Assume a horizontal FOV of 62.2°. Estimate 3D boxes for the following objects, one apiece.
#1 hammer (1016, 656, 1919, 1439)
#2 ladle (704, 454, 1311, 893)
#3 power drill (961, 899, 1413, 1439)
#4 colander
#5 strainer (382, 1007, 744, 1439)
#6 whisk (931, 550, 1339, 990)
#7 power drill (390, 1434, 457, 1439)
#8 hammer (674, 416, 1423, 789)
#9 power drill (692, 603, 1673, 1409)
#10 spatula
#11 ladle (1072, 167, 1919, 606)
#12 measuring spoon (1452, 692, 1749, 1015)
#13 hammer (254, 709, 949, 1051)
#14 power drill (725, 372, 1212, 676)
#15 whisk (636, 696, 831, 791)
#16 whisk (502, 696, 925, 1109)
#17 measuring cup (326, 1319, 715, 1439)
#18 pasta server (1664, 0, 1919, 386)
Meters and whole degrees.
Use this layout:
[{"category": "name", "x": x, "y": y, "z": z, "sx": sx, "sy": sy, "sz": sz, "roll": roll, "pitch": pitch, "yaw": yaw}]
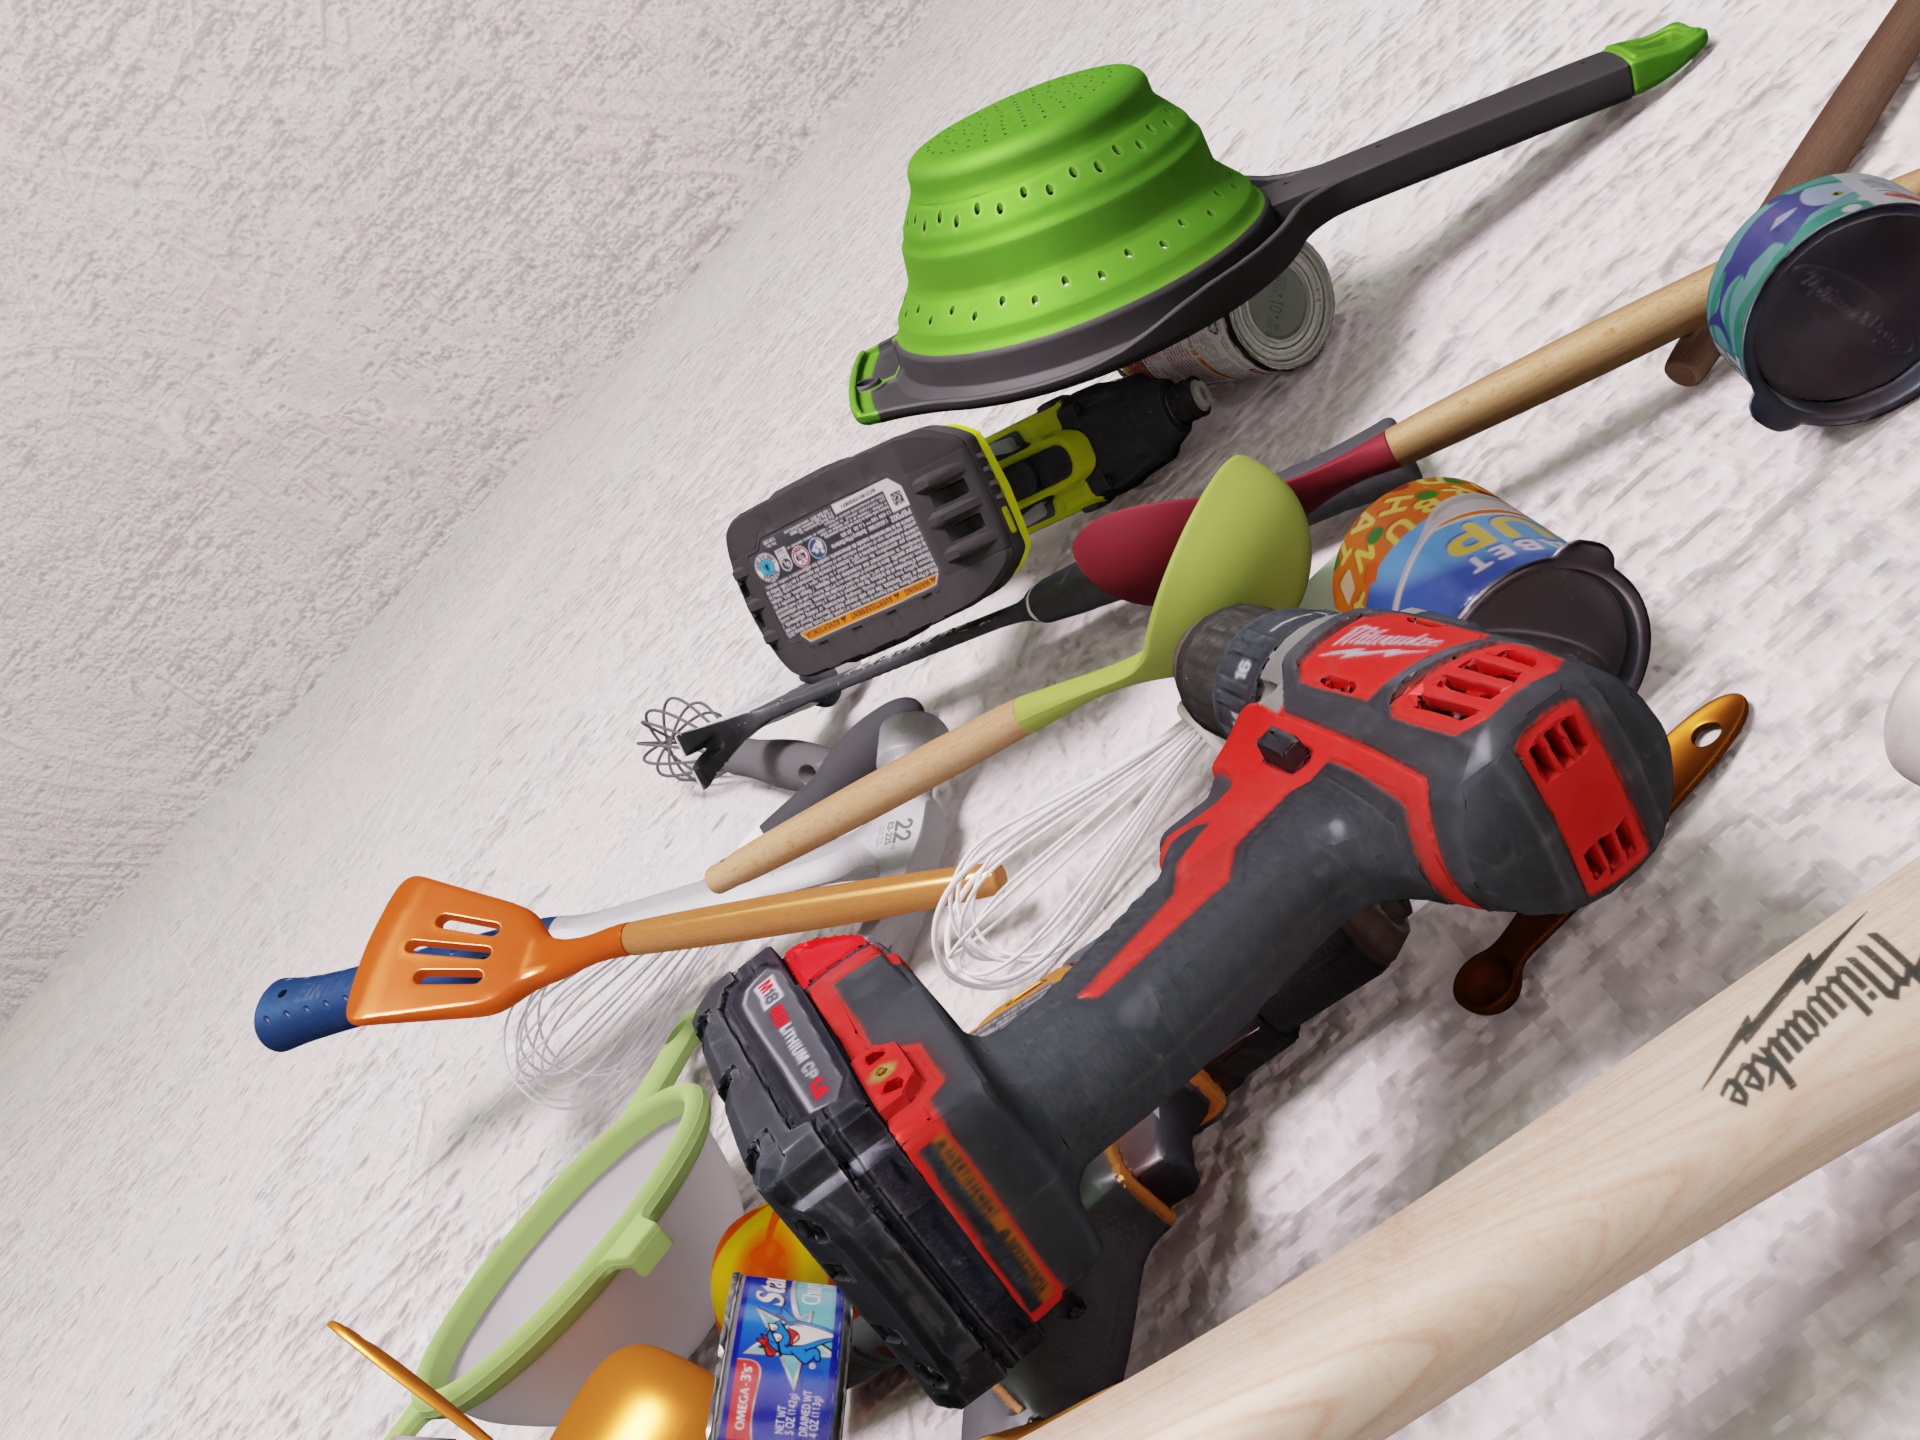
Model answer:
[{"category": "hammer", "x": 0.084, "y": 0.116, "z": 0.291, "sx": 0.410, "sy": 0.038, "sz": 0.146, "roll": -30, "pitch": 28, "yaw": -3}, {"category": "ladle", "x": -0.001, "y": -0.002, "z": 0.618, "sx": 0.320, "sy": 0.062, "sz": 0.078, "roll": -29, "pitch": 5, "yaw": 35}, {"category": "power drill", "x": 0.053, "y": 0.139, "z": 0.421, "sx": 0.185, "sy": 0.084, "sz": 0.226, "roll": -37, "pitch": 23, "yaw": 21}, {"category": "colander", "x": 0.118, "y": -0.253, "z": 0.693, "sx": 0.397, "sy": 0.094, "sz": 0.205, "roll": -20, "pitch": 28, "yaw": 8}, {"category": "strainer", "x": -0.126, "y": 0.202, "z": 0.659, "sx": 0.151, "sy": 0.069, "sz": 0.256, "roll": -42, "pitch": 8, "yaw": 16}, {"category": "whisk", "x": 0.084, "y": 0.009, "z": 0.589, "sx": 0.246, "sy": 0.059, "sz": 0.058, "roll": -44, "pitch": 30, "yaw": 0}, {"category": "power drill", "x": -0.133, "y": 0.306, "z": 0.441, "sx": 0.228, "sy": 0.080, "sz": 0.191, "roll": -22, "pitch": 54, "yaw": 44}, {"category": "hammer", "x": 0.026, "y": -0.051, "z": 0.738, "sx": 0.409, "sy": 0.036, "sz": 0.149, "roll": -20, "pitch": 11, "yaw": 41}, {"category": "power drill", "x": 0.045, "y": 0.046, "z": 0.422, "sx": 0.226, "sy": 0.080, "sz": 0.188, "roll": -36, "pitch": 20, "yaw": -7}, {"category": "spatula", "x": -0.129, "y": 0.087, "z": 0.688, "sx": 0.322, "sy": 0.041, "sz": 0.081, "roll": -12, "pitch": 47, "yaw": 26}, {"category": "ladle", "x": 0.177, "y": -0.108, "z": 0.558, "sx": 0.315, "sy": 0.069, "sz": 0.031, "roll": -25, "pitch": 58, "yaw": 29}, {"category": "measuring spoon", "x": 0.178, "y": 0.038, "z": 0.437, "sx": 0.117, "sy": 0.011, "sz": 0.021, "roll": -47, "pitch": 24, "yaw": -4}, {"category": "hammer", "x": -0.189, "y": 0.109, "z": 0.772, "sx": 0.405, "sy": 0.035, "sz": 0.144, "roll": -17, "pitch": 44, "yaw": 23}, {"category": "power drill", "x": 0.011, "y": -0.105, "z": 0.744, "sx": 0.171, "sy": 0.080, "sz": 0.223, "roll": -20, "pitch": 9, "yaw": 36}, {"category": "whisk", "x": -0.129, "y": 0.017, "z": 0.927, "sx": 0.239, "sy": 0.055, "sz": 0.055, "roll": 7, "pitch": 60, "yaw": 56}, {"category": "whisk", "x": -0.124, "y": 0.088, "z": 0.810, "sx": 0.284, "sy": 0.070, "sz": 0.070, "roll": -44, "pitch": 25, "yaw": 1}, {"category": "measuring cup", "x": -0.120, "y": 0.216, "z": 0.505, "sx": 0.052, "sy": 0.174, "sz": 0.095, "roll": -56, "pitch": -19, "yaw": -28}, {"category": "pasta server", "x": 0.327, "y": -0.248, "z": 0.561, "sx": 0.316, "sy": 0.040, "sz": 0.060, "roll": -55, "pitch": 13, "yaw": -9}]
